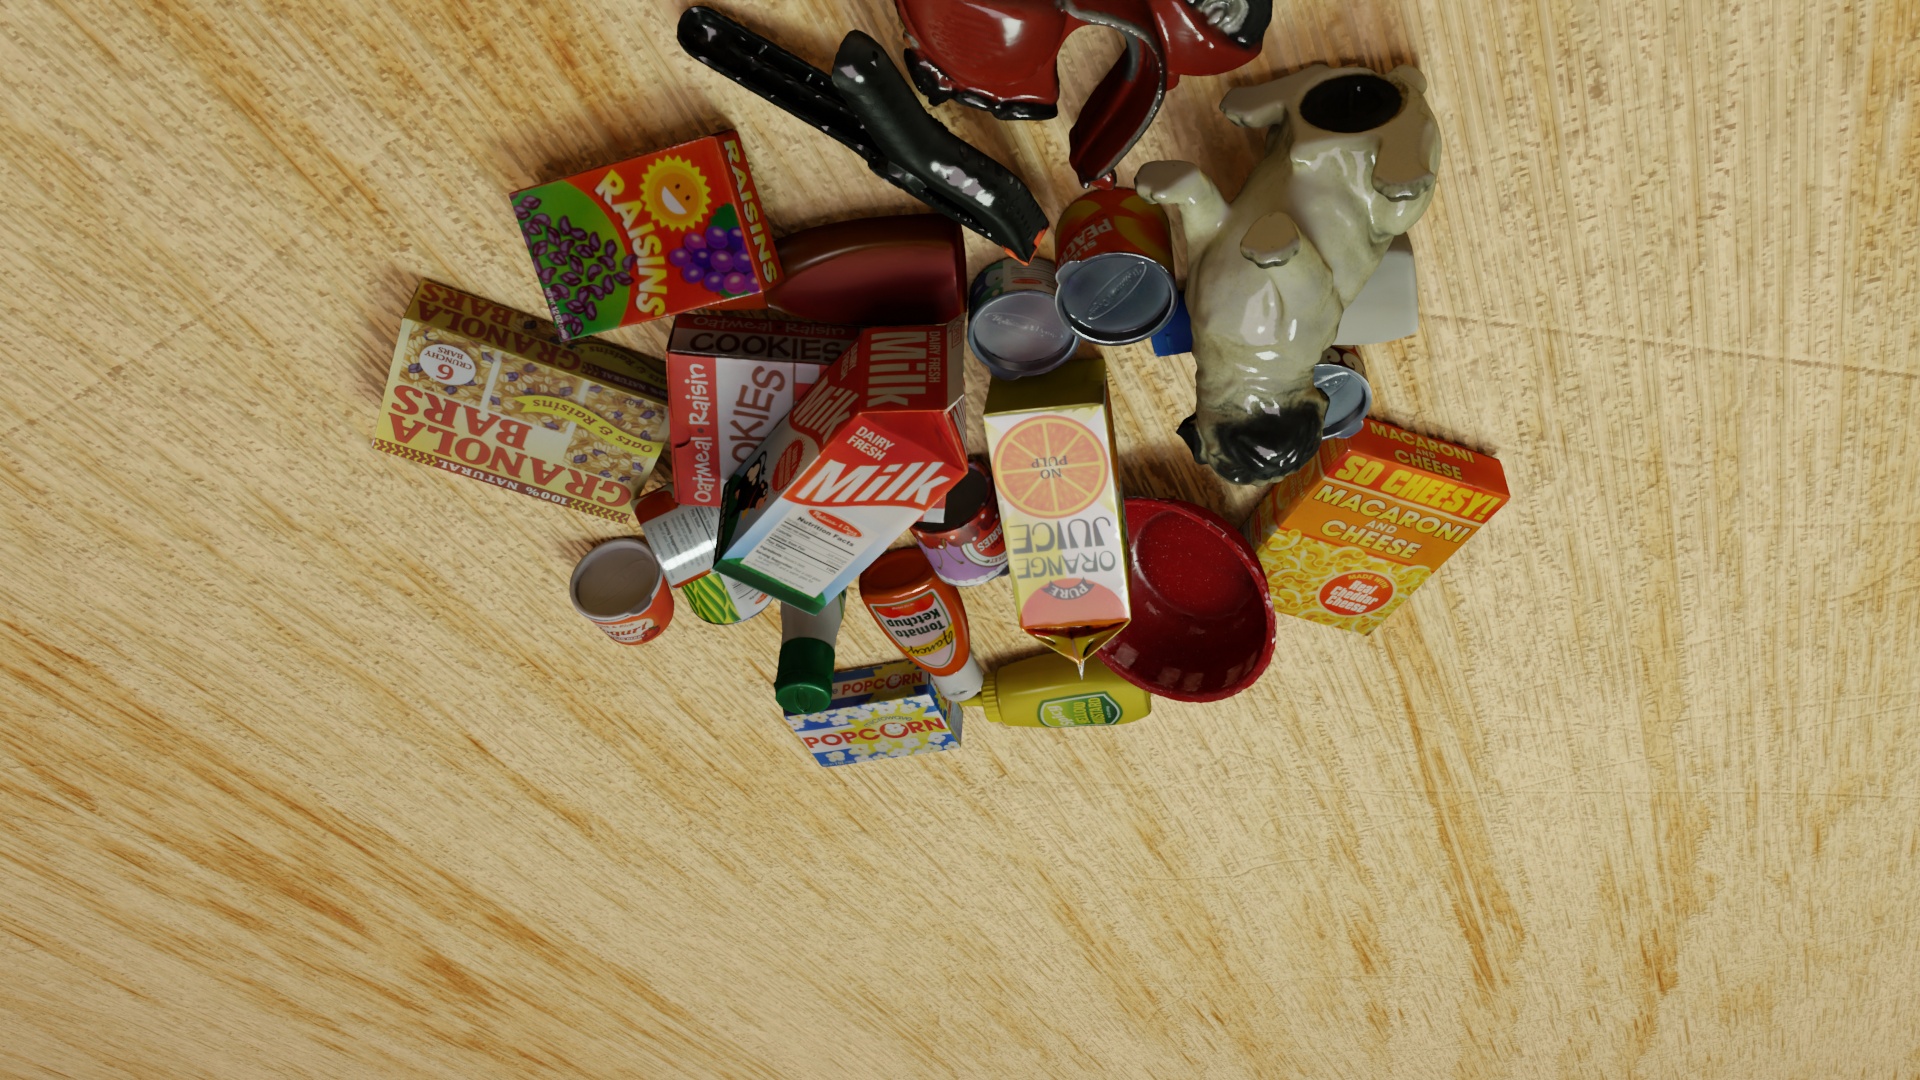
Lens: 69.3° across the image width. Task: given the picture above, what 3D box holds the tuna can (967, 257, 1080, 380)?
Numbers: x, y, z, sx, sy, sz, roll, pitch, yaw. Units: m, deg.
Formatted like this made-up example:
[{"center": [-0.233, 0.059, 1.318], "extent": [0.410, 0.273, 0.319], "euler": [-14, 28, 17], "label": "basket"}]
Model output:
[{"center": [0.036, -0.129, 0.812], "extent": [0.071, 0.033, 0.070], "euler": [1, 140, 1], "label": "tuna can"}]

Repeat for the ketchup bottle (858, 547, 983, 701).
[{"center": [-0.022, 0.066, 1.039], "extent": [0.064, 0.044, 0.148], "euler": [-14, 138, 13], "label": "ketchup bottle"}]

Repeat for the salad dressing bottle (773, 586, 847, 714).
[{"center": [-0.099, 0.046, 0.936], "extent": [0.044, 0.148, 0.064], "euler": [0, 140, 3], "label": "salad dressing bottle"}]

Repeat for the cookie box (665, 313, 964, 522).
[{"center": [-0.087, -0.070, 0.829], "extent": [0.167, 0.040, 0.122], "euler": [4, 136, -4], "label": "cookie box"}]

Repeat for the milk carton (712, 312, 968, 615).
[{"center": [-0.056, -0.046, 0.773], "extent": [0.073, 0.073, 0.189], "euler": [28, 130, -27], "label": "milk carton"}]

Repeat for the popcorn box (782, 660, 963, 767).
[{"center": [-0.070, 0.142, 1.134], "extent": [0.126, 0.038, 0.085], "euler": [-10, 138, 14], "label": "popcorn box"}]

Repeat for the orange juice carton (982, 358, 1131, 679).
[{"center": [0.066, -0.011, 0.874], "extent": [0.073, 0.072, 0.191], "euler": [-6, 118, 10], "label": "orange juice carton"}]

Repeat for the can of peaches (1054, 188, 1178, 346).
[{"center": [0.083, -0.152, 0.764], "extent": [0.071, 0.058, 0.071], "euler": [2, 140, 1], "label": "can of peaches"}]

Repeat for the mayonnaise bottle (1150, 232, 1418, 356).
[{"center": [0.182, -0.135, 0.794], "extent": [0.148, 0.041, 0.064], "euler": [-8, 132, 14], "label": "mayonnaise bottle"}]

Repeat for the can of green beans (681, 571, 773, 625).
[{"center": [-0.166, 0.016, 0.967], "extent": [0.071, 0.071, 0.057], "euler": [-5, 139, 8], "label": "can of green beans"}]

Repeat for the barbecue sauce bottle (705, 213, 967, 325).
[{"center": [-0.072, -0.150, 0.783], "extent": [0.148, 0.044, 0.064], "euler": [-1, 139, 5], "label": "barbecue sauce bottle"}]

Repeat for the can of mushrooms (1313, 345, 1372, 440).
[{"center": [0.216, -0.092, 0.848], "extent": [0.071, 0.034, 0.070], "euler": [1, 139, 1], "label": "can of mushrooms"}]

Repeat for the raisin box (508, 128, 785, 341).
[{"center": [-0.168, -0.163, 0.748], "extent": [0.123, 0.040, 0.086], "euler": [-11, 107, 16], "label": "raisin box"}]

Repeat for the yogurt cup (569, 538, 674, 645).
[{"center": [-0.241, 0.040, 1.002], "extent": [0.072, 0.073, 0.053], "euler": [-4, 148, 7], "label": "yogurt cup"}]

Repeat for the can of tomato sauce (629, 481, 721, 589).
[{"center": [-0.165, -0.014, 0.909], "extent": [0.083, 0.071, 0.070], "euler": [-26, 140, -11], "label": "can of tomato sauce"}]

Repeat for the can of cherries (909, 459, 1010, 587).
[{"center": [0.003, -0.012, 0.925], "extent": [0.071, 0.072, 0.058], "euler": [-13, 137, 17], "label": "can of cherries"}]

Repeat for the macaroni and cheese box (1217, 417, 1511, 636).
[{"center": [0.267, -0.008, 0.941], "extent": [0.124, 0.040, 0.165], "euler": [15, 139, -14], "label": "macaroni and cheese box"}]

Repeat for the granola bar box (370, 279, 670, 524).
[{"center": [-0.272, -0.083, 0.875], "extent": [0.165, 0.039, 0.123], "euler": [18, 137, -19], "label": "granola bar box"}]

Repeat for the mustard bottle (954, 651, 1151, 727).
[{"center": [0.069, 0.120, 1.095], "extent": [0.160, 0.049, 0.065], "euler": [-8, 138, 11], "label": "mustard bottle"}]
